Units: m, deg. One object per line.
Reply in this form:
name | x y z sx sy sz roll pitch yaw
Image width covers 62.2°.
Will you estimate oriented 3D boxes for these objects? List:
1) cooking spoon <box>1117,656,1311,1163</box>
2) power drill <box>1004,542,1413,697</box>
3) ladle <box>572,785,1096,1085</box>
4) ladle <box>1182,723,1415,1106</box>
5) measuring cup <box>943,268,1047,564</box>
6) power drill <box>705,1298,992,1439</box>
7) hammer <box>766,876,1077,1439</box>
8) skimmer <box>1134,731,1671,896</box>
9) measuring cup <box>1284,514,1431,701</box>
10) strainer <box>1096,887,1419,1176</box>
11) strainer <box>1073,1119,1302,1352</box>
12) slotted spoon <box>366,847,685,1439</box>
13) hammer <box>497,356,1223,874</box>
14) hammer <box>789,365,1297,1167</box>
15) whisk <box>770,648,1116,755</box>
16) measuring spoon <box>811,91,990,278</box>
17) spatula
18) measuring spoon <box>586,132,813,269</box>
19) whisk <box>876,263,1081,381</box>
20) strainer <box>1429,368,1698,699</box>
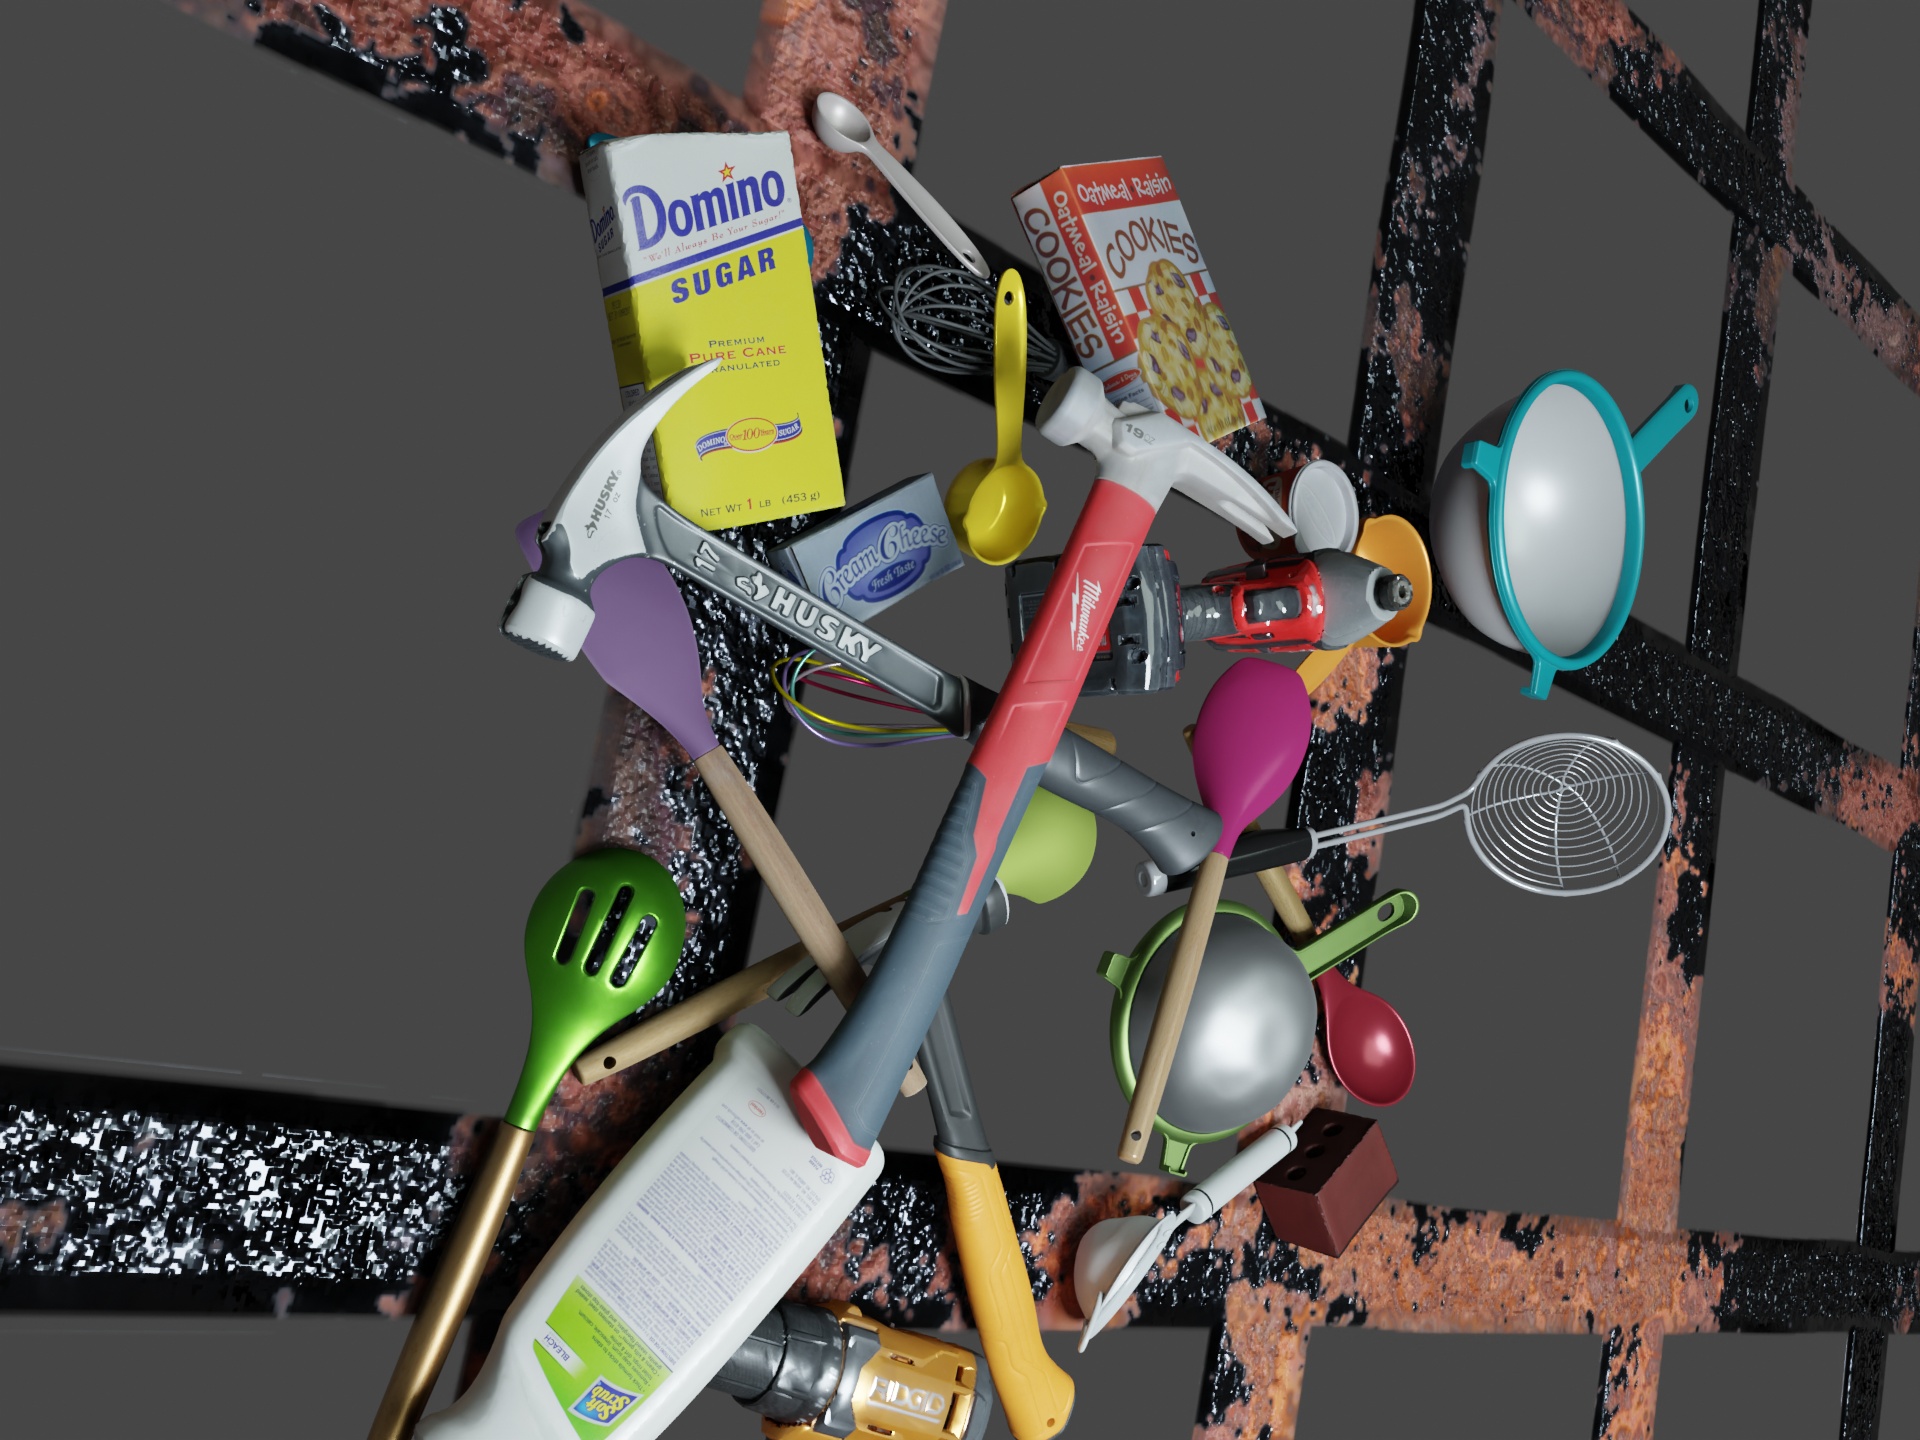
cooking spoon | 0.143 0.103 0.932 0.017 0.069 0.319 87 21 -68
power drill | 0.145 -0.062 0.907 0.219 0.143 0.078 -8 94 -37
ladle | -0.054 0.105 0.813 0.320 0.062 0.078 -24 104 -30
ladle | 0.219 0.130 1.041 0.069 0.031 0.315 -43 114 -26
measuring cup | 0.017 -0.161 0.847 0.062 0.029 0.156 -17 118 -38
power drill | -0.090 0.390 0.753 0.185 0.084 0.226 32 66 -32
hammer | 0.001 0.248 0.829 0.127 0.034 0.336 -26 114 -28
skimmer | 0.285 0.082 1.006 0.363 0.090 0.127 -10 124 -25
measuring cup | 0.243 -0.066 1.047 0.174 0.052 0.095 -44 116 -29
strainer | 0.210 0.167 0.983 0.256 0.069 0.151 -24 103 -27
strainer | 0.136 0.298 0.963 0.258 0.050 0.086 -19 138 -44
slotted spoon | -0.200 0.202 0.690 0.070 0.031 0.314 23 77 -10
hammer | -0.014 -0.020 0.775 0.408 0.036 0.149 29 76 -32
hammer | 0.035 0.028 0.748 0.143 0.038 0.386 30 73 -17
whisk | -0.002 -0.004 0.852 0.244 0.047 0.051 11 95 -43
measuring spoon | -0.032 -0.271 0.821 0.124 0.018 0.034 45 39 -10
spatula | -0.101 0.036 0.730 0.060 0.018 0.316 -32 92 -36
measuring spoon | -0.120 -0.248 0.765 0.128 0.021 0.042 21 76 -39
whisk | 0.047 -0.204 0.892 0.238 0.055 0.055 7 85 -44
strainer | 0.444 -0.174 1.187 0.340 0.095 0.210 -38 115 -36
